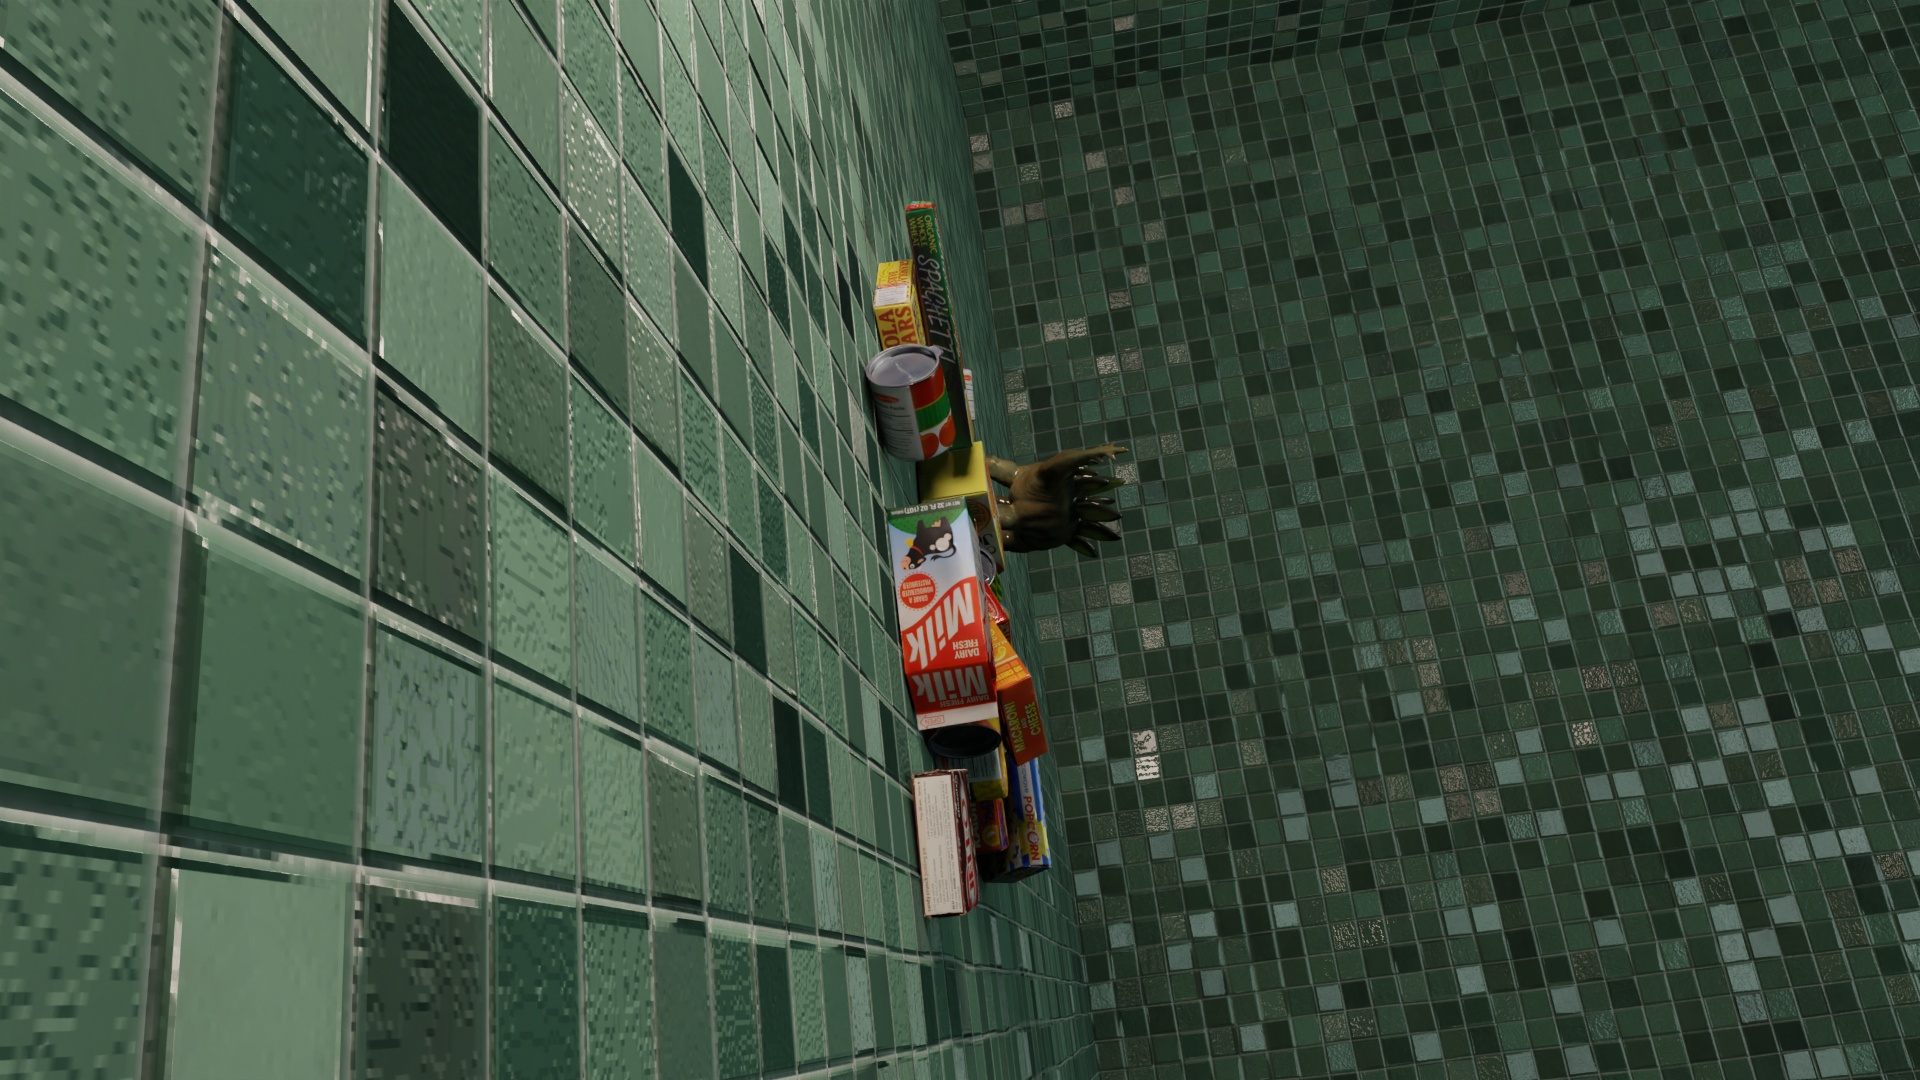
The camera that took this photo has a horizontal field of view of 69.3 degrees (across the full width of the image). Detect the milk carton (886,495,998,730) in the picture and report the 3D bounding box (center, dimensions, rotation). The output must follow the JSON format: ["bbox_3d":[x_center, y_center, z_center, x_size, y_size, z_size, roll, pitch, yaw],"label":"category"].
[{"bbox_3d":[-0.014,0.066,1.202,0.073,0.072,0.191,66,15,-70],"label":"milk carton"}]

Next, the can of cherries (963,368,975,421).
[{"bbox_3d":[-0.020,-0.158,1.536,0.071,0.071,0.058,-26,111,-85],"label":"can of cherries"}]

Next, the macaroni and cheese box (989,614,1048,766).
[{"bbox_3d":[0.026,0.127,1.392,0.167,0.040,0.123,55,-14,45],"label":"macaroni and cheese box"}]

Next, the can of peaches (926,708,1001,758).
[{"bbox_3d":[0.001,0.154,1.239,0.071,0.071,0.058,74,9,-55],"label":"can of peaches"}]

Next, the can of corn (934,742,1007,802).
[{"bbox_3d":[0.011,0.210,1.287,0.071,0.058,0.071,-12,94,-84],"label":"can of corn"}]

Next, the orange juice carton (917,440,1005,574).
[{"bbox_3d":[0.005,-0.019,1.535,0.191,0.073,0.072,74,8,-54],"label":"orange juice carton"}]

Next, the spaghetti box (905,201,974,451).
[{"bbox_3d":[-0.020,-0.214,1.394,0.050,0.029,0.249,-86,166,-70],"label":"spaghetti box"}]

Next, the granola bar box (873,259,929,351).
[{"bbox_3d":[-0.050,-0.186,1.408,0.125,0.039,0.164,-90,170,-59],"label":"granola bar box"}]

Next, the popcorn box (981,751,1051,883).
[{"bbox_3d":[0.054,0.297,1.494,0.085,0.038,0.127,-41,-131,52],"label":"popcorn box"}]

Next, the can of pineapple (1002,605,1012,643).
[{"bbox_3d":[0.024,0.108,1.562,0.070,0.071,0.058,74,8,-51],"label":"can of pineapple"}]

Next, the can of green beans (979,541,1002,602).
[{"bbox_3d":[0.010,0.046,1.503,0.057,0.071,0.071,74,9,-58],"label":"can of green beans"}]

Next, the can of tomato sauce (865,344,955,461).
[{"bbox_3d":[-0.042,-0.123,1.233,0.071,0.071,0.082,-93,172,-51],"label":"can of tomato sauce"}]

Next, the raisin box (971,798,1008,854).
[{"bbox_3d":[0.021,0.257,1.424,0.086,0.040,0.123,59,24,-78],"label":"raisin box"}]

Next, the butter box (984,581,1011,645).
[{"bbox_3d":[0.032,0.092,1.468,0.053,0.024,0.103,58,-14,31],"label":"butter box"}]
